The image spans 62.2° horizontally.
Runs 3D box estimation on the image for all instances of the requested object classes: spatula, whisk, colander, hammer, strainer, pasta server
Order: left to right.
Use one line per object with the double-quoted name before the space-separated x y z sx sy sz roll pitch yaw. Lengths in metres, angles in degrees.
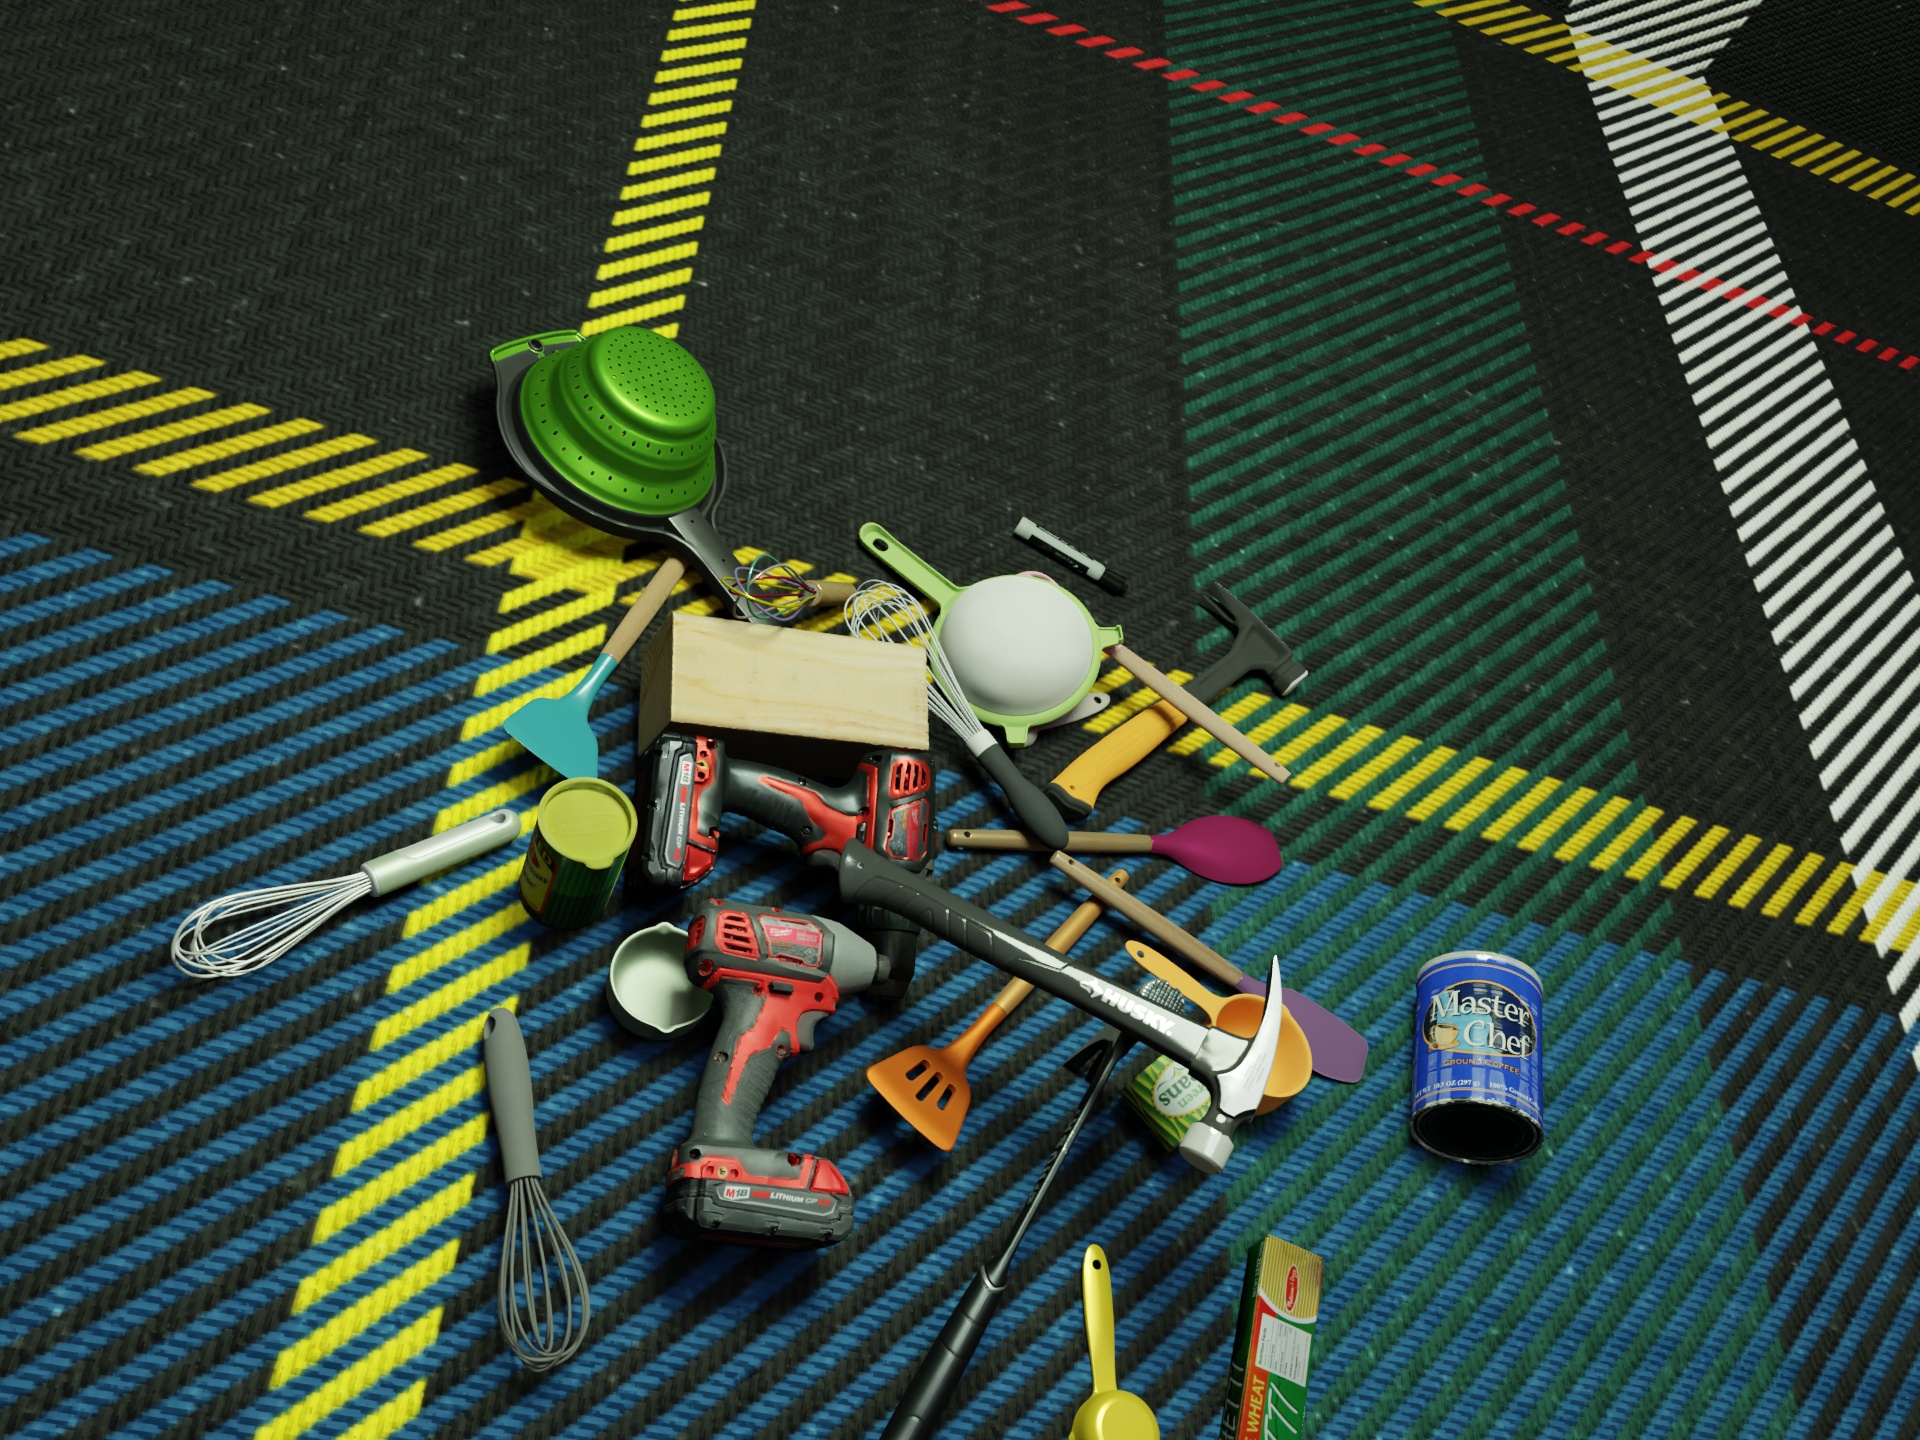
"whisk" -0.405 0.110 1.070 0.058 0.059 0.246 30 38 35
"whisk" -0.274 0.288 1.002 0.055 0.055 0.239 -2 54 -26
"spatula" -0.262 -0.068 1.265 0.082 0.044 0.318 39 46 -16
"colander" -0.220 -0.193 1.311 0.397 0.094 0.204 51 41 5
"whisk" -0.131 -0.105 1.274 0.047 0.245 0.051 -3 93 14
"whisk" -0.003 -0.004 1.324 0.070 0.070 0.285 -27 72 -37
"strainer" 0.008 -0.106 1.379 0.256 0.069 0.151 39 70 16
"hammer" 0.028 0.356 1.061 0.036 0.149 0.409 34 58 2
"spatula" 0.046 0.204 1.215 0.081 0.041 0.323 42 49 8
"hammer" 0.060 0.165 1.091 0.335 0.035 0.146 26 65 17
"pasta server" 0.159 -0.039 1.410 0.316 0.040 0.060 38 52 16
"hammer" 0.182 -0.011 1.437 0.127 0.034 0.337 47 51 10
"spatula" 0.204 0.199 1.294 0.316 0.018 0.060 35 50 -6

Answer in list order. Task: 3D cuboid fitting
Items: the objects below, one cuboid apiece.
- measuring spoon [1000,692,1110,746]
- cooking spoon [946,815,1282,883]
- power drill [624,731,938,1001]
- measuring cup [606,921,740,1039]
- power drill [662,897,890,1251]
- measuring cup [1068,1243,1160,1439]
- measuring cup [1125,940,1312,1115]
"measuring spoon" 0.088 -0.008 1.401 0.124 0.018 0.034 -19 66 -34
"cooking spoon" 0.136 0.104 1.343 0.318 0.017 0.069 3 55 -23
"power drill" -0.126 0.105 1.170 0.226 0.080 0.188 9 75 -20
"measuring cup" -0.168 0.191 1.127 0.167 0.038 0.083 8 54 -23
"power drill" -0.120 0.234 1.062 0.143 0.078 0.220 13 63 -21
"measuring cup" 0.103 0.433 1.082 0.062 0.029 0.157 9 55 -19
"measuring cup" 0.190 0.239 1.249 0.173 0.052 0.095 37 44 7
